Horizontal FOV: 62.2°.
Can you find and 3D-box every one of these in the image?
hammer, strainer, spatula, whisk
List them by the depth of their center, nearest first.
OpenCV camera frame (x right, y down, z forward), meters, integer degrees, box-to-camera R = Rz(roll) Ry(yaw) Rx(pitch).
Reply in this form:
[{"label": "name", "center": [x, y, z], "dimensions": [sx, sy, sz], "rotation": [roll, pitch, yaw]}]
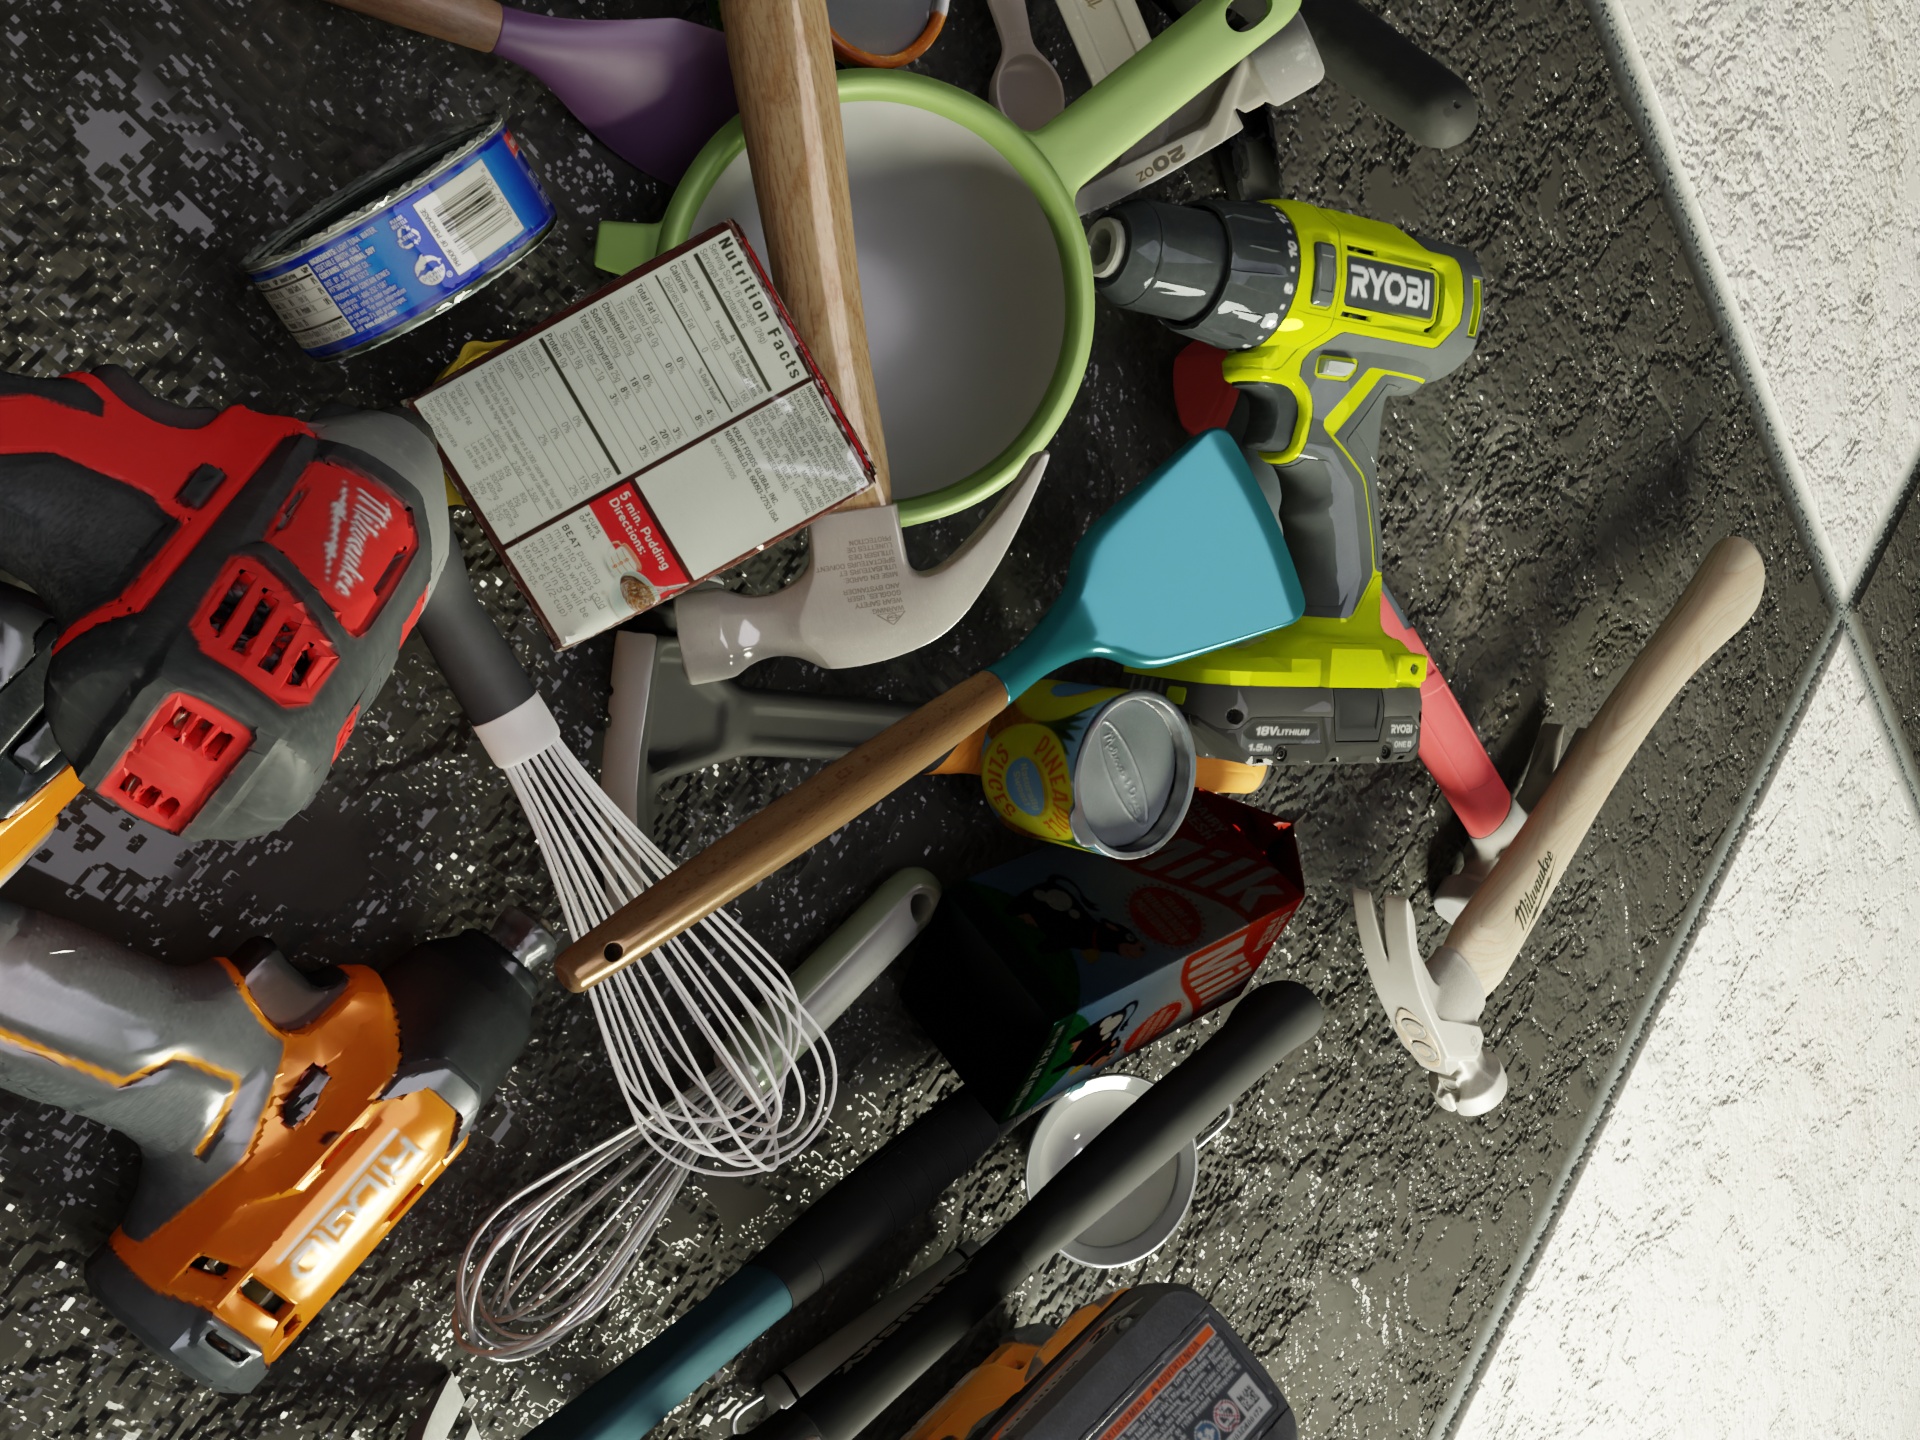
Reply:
[{"label": "spatula", "center": [-0.166, -0.215, 0.479], "dimensions": [0.315, 0.059, 0.018], "rotation": [8, 48, -36]}, {"label": "whisk", "center": [-0.125, 0.031, 0.503], "dimensions": [0.070, 0.070, 0.284], "rotation": [-37, 109, -29]}, {"label": "hammer", "center": [-0.050, -0.181, 0.505], "dimensions": [0.130, 0.031, 0.331], "rotation": [-9, 102, -5]}, {"label": "spatula", "center": [-0.001, -0.002, 0.540], "dimensions": [0.317, 0.044, 0.082], "rotation": [-35, 104, -34]}, {"label": "hammer", "center": [-0.010, -0.356, 0.554], "dimensions": [0.359, 0.149, 0.037], "rotation": [62, 17, -17]}, {"label": "strainer", "center": [0.009, -0.179, 0.566], "dimensions": [0.256, 0.069, 0.151], "rotation": [-39, 103, 0]}, {"label": "hammer", "center": [-0.061, 0.203, 0.591], "dimensions": [0.331, 0.128, 0.033], "rotation": [-29, 107, -42]}, {"label": "whisk", "center": [-0.088, 0.137, 0.591], "dimensions": [0.246, 0.059, 0.057], "rotation": [-43, 123, -31]}, {"label": "hammer", "center": [0.032, 0.202, 0.628], "dimensions": [0.335, 0.146, 0.035], "rotation": [-32, 86, -31]}, {"label": "hammer", "center": [0.010, 0.017, 0.658], "dimensions": [0.336, 0.034, 0.127], "rotation": [4, 94, -39]}, {"label": "strainer", "center": [0.011, 0.230, 0.691], "dimensions": [0.258, 0.050, 0.087], "rotation": [-27, 97, -26]}, {"label": "hammer", "center": [0.223, -0.054, 0.816], "dimensions": [0.385, 0.038, 0.143], "rotation": [49, 66, -33]}, {"label": "hammer", "center": [0.351, 0.020, 0.887], "dimensions": [0.411, 0.038, 0.146], "rotation": [-46, 121, -28]}]

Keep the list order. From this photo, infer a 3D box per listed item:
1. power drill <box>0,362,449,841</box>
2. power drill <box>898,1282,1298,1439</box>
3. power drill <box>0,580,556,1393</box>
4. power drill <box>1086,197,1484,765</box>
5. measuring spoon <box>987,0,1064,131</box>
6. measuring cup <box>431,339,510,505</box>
[{"label": "power drill", "center": [-0.224, -0.080, 0.369], "dimensions": [0.219, 0.078, 0.143], "rotation": [37, 36, -22]}, {"label": "power drill", "center": [0.009, 0.301, 0.601], "dimensions": [0.185, 0.226, 0.084], "rotation": [-34, 80, -29]}, {"label": "power drill", "center": [-0.224, 0.066, 0.451], "dimensions": [0.164, 0.084, 0.226], "rotation": [-50, 128, -24]}, {"label": "power drill", "center": [0.128, -0.100, 0.662], "dimensions": [0.190, 0.080, 0.228], "rotation": [0, 97, -33]}, {"label": "measuring spoon", "center": [0.011, -0.289, 0.625], "dimensions": [0.034, 0.018, 0.124], "rotation": [-24, 105, -32]}, {"label": "measuring cup", "center": [-0.184, -0.067, 0.500], "dimensions": [0.156, 0.029, 0.062], "rotation": [-34, 113, -16]}]
